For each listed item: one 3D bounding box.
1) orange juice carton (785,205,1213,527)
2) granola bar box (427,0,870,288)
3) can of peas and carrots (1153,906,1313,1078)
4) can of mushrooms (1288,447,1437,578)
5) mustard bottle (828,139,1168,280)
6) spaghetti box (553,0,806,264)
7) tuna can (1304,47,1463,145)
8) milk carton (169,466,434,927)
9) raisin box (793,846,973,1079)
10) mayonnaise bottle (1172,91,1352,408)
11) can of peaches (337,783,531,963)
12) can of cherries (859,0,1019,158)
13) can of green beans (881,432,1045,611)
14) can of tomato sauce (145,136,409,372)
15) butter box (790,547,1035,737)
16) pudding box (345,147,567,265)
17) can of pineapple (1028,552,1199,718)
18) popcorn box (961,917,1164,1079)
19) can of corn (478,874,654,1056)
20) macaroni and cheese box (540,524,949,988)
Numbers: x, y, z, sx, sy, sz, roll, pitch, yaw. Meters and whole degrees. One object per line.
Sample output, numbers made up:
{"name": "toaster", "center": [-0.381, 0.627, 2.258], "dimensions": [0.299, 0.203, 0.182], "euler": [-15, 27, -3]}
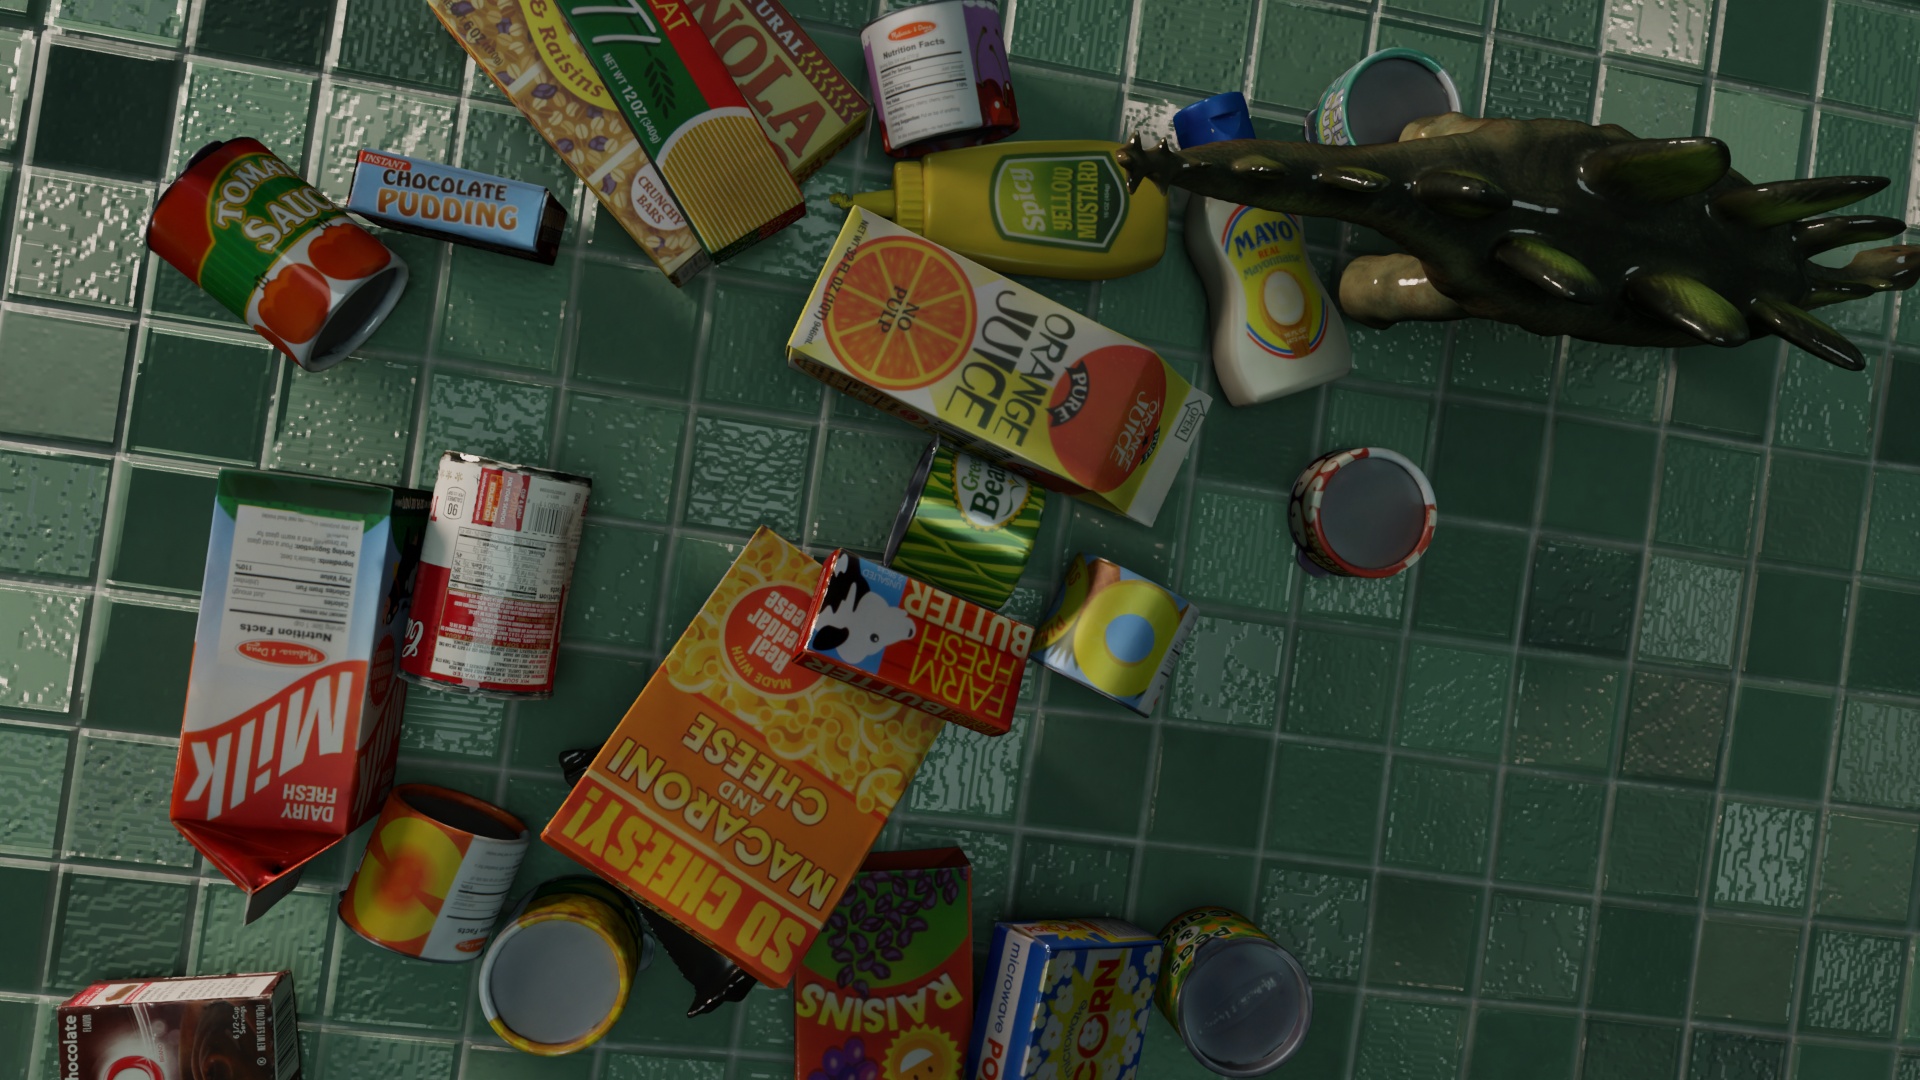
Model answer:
{"name": "orange juice carton", "center": [0.020, -0.077, 0.652], "dimensions": [0.193, 0.073, 0.072], "euler": [25, 87, -8]}
{"name": "granola bar box", "center": [-0.142, -0.222, 0.646], "dimensions": [0.124, 0.039, 0.165], "euler": [-42, 96, -6]}
{"name": "can of peas and carrots", "center": [0.128, 0.216, 0.676], "dimensions": [0.071, 0.058, 0.071], "euler": [0, 90, -7]}
{"name": "can of mushrooms", "center": [0.200, -0.012, 0.697], "dimensions": [0.071, 0.033, 0.071], "euler": [0, 91, -8]}
{"name": "mustard bottle", "center": [0.018, -0.158, 0.663], "dimensions": [0.160, 0.049, 0.065], "euler": [-1, 89, -8]}
{"name": "spaghetti box", "center": [-0.153, -0.242, 0.609], "dimensions": [0.050, 0.028, 0.250], "euler": [-32, 95, -7]}
{"name": "tuna can", "center": [0.212, -0.211, 0.697], "dimensions": [0.071, 0.033, 0.071], "euler": [0, 90, -8]}
{"name": "milk carton", "center": [-0.290, 0.067, 0.612], "dimensions": [0.073, 0.072, 0.190], "euler": [8, 88, -8]}
{"name": "raisin box", "center": [-0.037, 0.214, 0.664], "dimensions": [0.086, 0.040, 0.123], "euler": [-1, 91, -9]}
{"name": "mayonnaise bottle", "center": [0.142, -0.143, 0.684], "dimensions": [0.065, 0.041, 0.148], "euler": [-18, 94, -11]}
{"name": "can of peaches", "center": [-0.237, 0.147, 0.623], "dimensions": [0.071, 0.071, 0.058], "euler": [24, 88, -7]}
{"name": "can of cherries", "center": [-0.008, -0.215, 0.651], "dimensions": [0.071, 0.071, 0.058], "euler": [-13, 97, -7]}
{"name": "can of green beans", "center": [0.001, -0.006, 0.653], "dimensions": [0.058, 0.071, 0.071], "euler": [21, 88, -8]}
{"name": "can of tomato sauce", "center": [-0.297, -0.126, 0.611], "dimensions": [0.083, 0.071, 0.071], "euler": [40, 86, -7]}
{"name": "butter box", "center": [-0.020, 0.048, 0.632], "dimensions": [0.103, 0.024, 0.053], "euler": [23, 65, -13]}
{"name": "pudding box", "center": [-0.226, -0.151, 0.630], "dimensions": [0.084, 0.049, 0.030], "euler": [12, 91, -8]}
{"name": "can of pineapple", "center": [0.071, 0.044, 0.663], "dimensions": [0.071, 0.071, 0.058], "euler": [27, 87, -7]}
{"name": "popcorn box", "center": [0.045, 0.245, 0.655], "dimensions": [0.085, 0.038, 0.126], "euler": [13, 88, -44]}
{"name": "can of corn", "center": [-0.178, 0.193, 0.635], "dimensions": [0.071, 0.058, 0.071], "euler": [0, 91, -7]}
{"name": "macaroni and cheese box", "center": [-0.088, 0.096, 0.628], "dimensions": [0.124, 0.040, 0.167], "euler": [35, 64, -6]}
